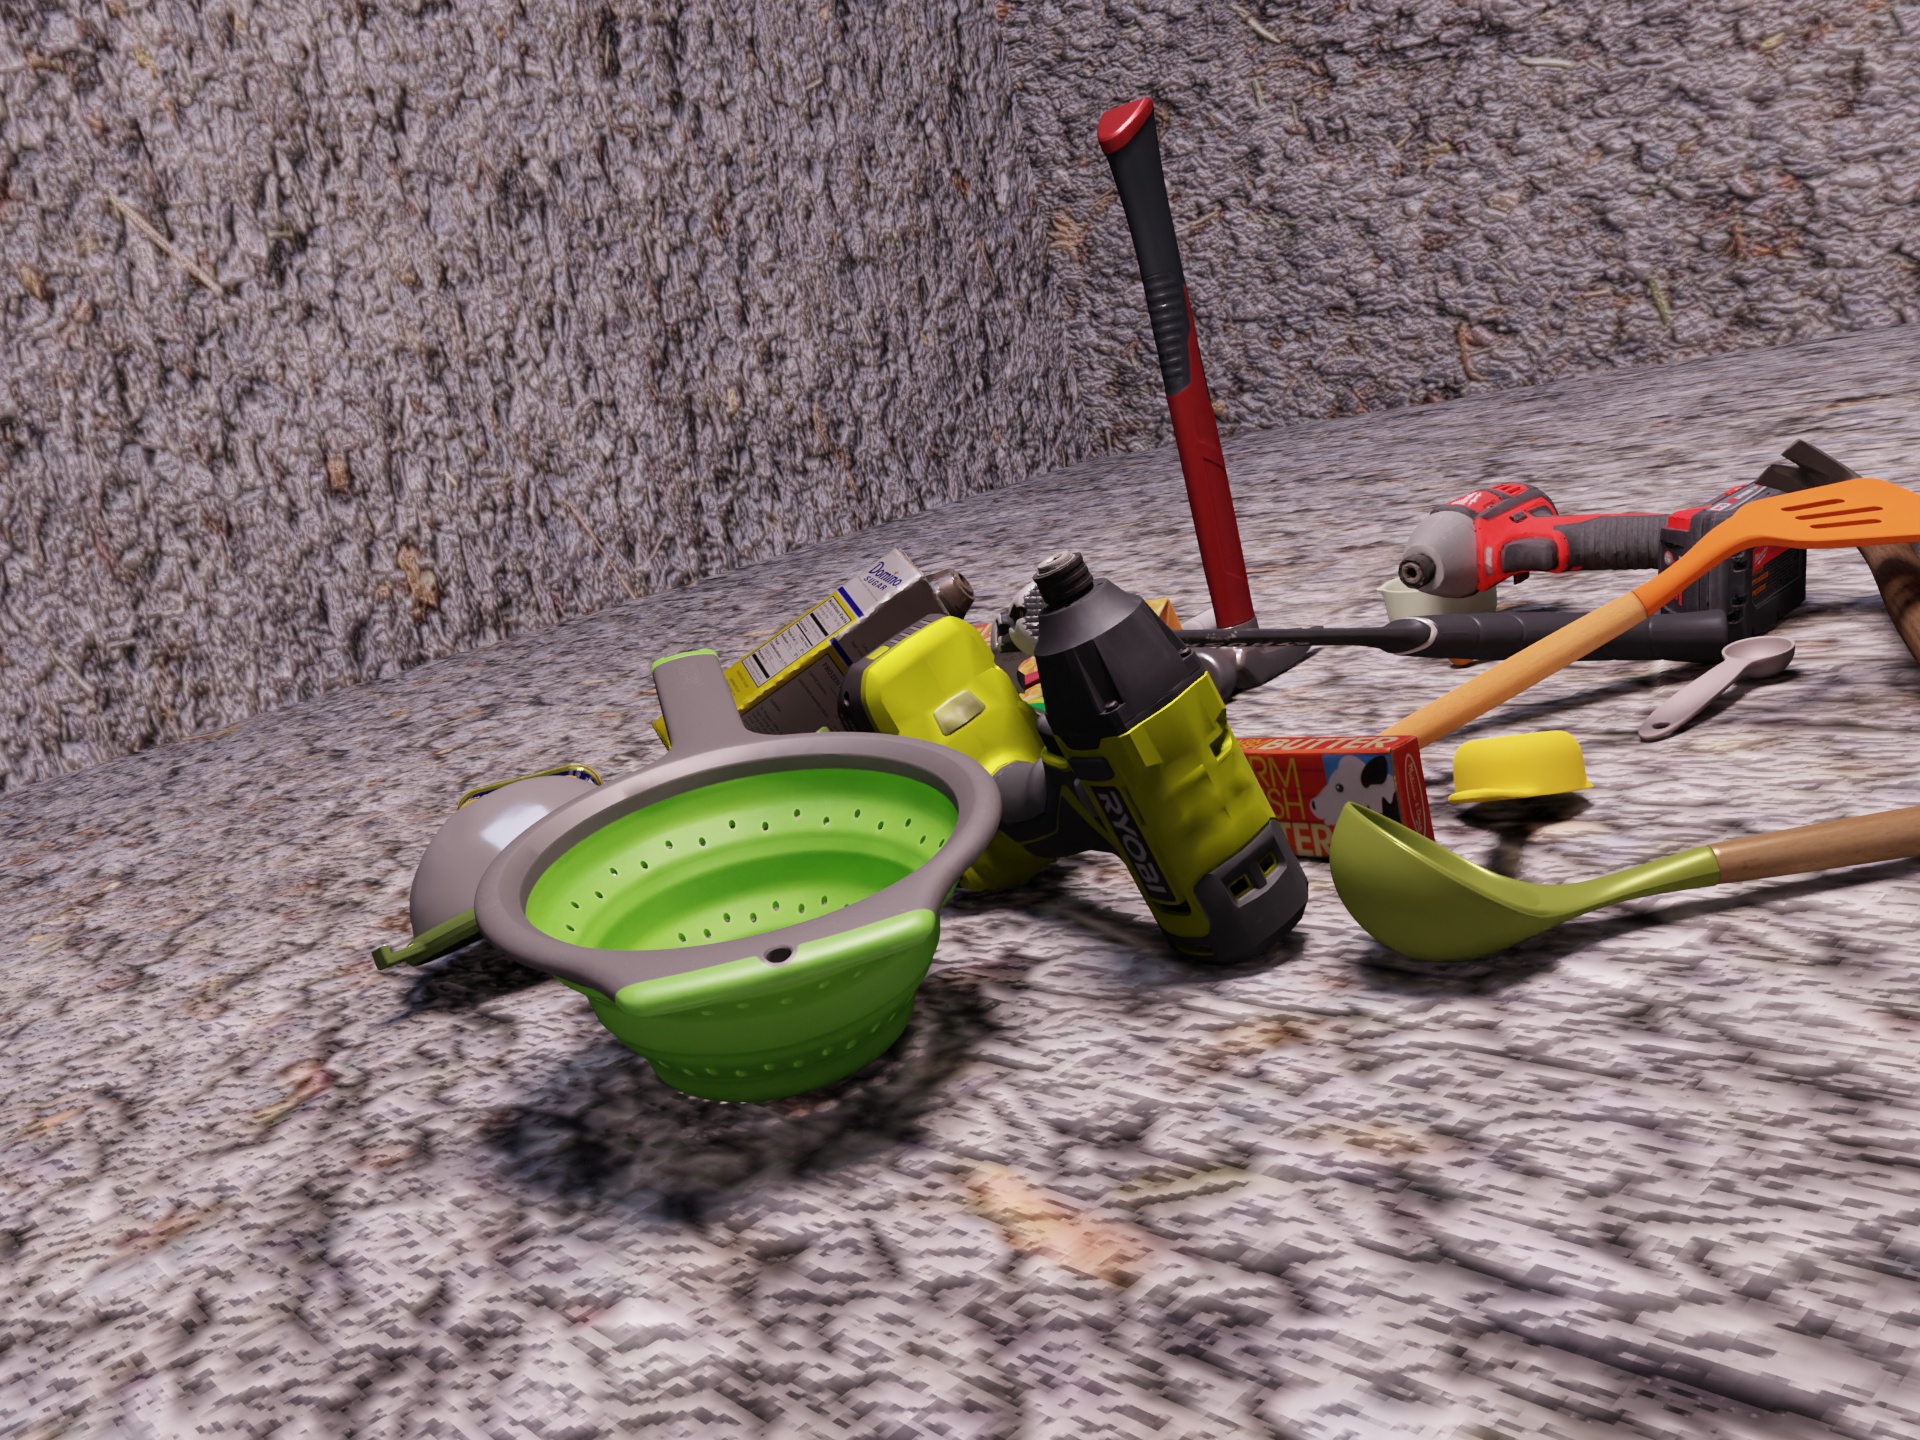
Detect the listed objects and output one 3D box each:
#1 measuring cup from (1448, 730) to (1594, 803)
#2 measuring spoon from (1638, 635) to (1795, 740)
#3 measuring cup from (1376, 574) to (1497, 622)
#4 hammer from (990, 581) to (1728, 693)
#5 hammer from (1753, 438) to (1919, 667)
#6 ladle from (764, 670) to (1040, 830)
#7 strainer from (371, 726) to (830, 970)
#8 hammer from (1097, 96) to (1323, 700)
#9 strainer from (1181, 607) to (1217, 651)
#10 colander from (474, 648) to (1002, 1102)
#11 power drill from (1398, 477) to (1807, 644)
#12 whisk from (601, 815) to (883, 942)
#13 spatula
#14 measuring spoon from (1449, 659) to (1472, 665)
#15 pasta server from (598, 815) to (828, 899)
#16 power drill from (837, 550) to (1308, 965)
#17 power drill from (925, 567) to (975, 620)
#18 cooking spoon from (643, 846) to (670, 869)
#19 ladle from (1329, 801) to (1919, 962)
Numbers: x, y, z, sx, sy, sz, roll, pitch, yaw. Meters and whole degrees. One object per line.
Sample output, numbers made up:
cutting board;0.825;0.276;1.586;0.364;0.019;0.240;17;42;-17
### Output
measuring cup;0.228;0.019;0.673;0.062;0.029;0.156;-8;-5;28
measuring spoon;0.380;-0.012;0.802;0.124;0.018;0.034;-28;20;-29
measuring cup;0.344;-0.092;1.152;0.083;0.038;0.167;-11;10;14
hammer;0.214;-0.042;0.835;0.409;0.036;0.149;-1;-8;-10
hammer;0.459;-0.062;0.769;0.031;0.130;0.331;-55;-2;30
ladle;-0.001;-0.003;0.883;0.315;0.031;0.069;-28;3;-40
strainer;-0.192;0.047;0.854;0.256;0.069;0.151;-27;-2;4
hammer;0.162;-0.214;1.061;0.038;0.386;0.143;-3;16;43
strainer;0.174;-0.063;1.200;0.087;0.050;0.258;18;15;16
colander;-0.099;0.059;0.706;0.204;0.094;0.397;-13;21;-10
power drill;0.385;-0.103;0.978;0.143;0.078;0.220;-23;23;-39
whisk;-0.086;0.073;0.838;0.070;0.070;0.284;-3;11;43
spatula;0.307;-0.036;0.765;0.322;0.041;0.081;-31;23;11
measuring spoon;0.362;-0.047;0.990;0.117;0.011;0.021;-8;13;7
pasta server;-0.087;0.049;0.892;0.316;0.040;0.060;-29;0;-30
power drill;0.037;0.011;0.691;0.080;0.171;0.223;-35;15;-23
power drill;-0.081;-0.027;1.095;0.188;0.080;0.227;-38;4;16
cooking spoon;-0.123;0.069;0.968;0.319;0.017;0.069;-14;24;0
ladle;0.294;0.035;0.568;0.320;0.062;0.078;-10;8;5
